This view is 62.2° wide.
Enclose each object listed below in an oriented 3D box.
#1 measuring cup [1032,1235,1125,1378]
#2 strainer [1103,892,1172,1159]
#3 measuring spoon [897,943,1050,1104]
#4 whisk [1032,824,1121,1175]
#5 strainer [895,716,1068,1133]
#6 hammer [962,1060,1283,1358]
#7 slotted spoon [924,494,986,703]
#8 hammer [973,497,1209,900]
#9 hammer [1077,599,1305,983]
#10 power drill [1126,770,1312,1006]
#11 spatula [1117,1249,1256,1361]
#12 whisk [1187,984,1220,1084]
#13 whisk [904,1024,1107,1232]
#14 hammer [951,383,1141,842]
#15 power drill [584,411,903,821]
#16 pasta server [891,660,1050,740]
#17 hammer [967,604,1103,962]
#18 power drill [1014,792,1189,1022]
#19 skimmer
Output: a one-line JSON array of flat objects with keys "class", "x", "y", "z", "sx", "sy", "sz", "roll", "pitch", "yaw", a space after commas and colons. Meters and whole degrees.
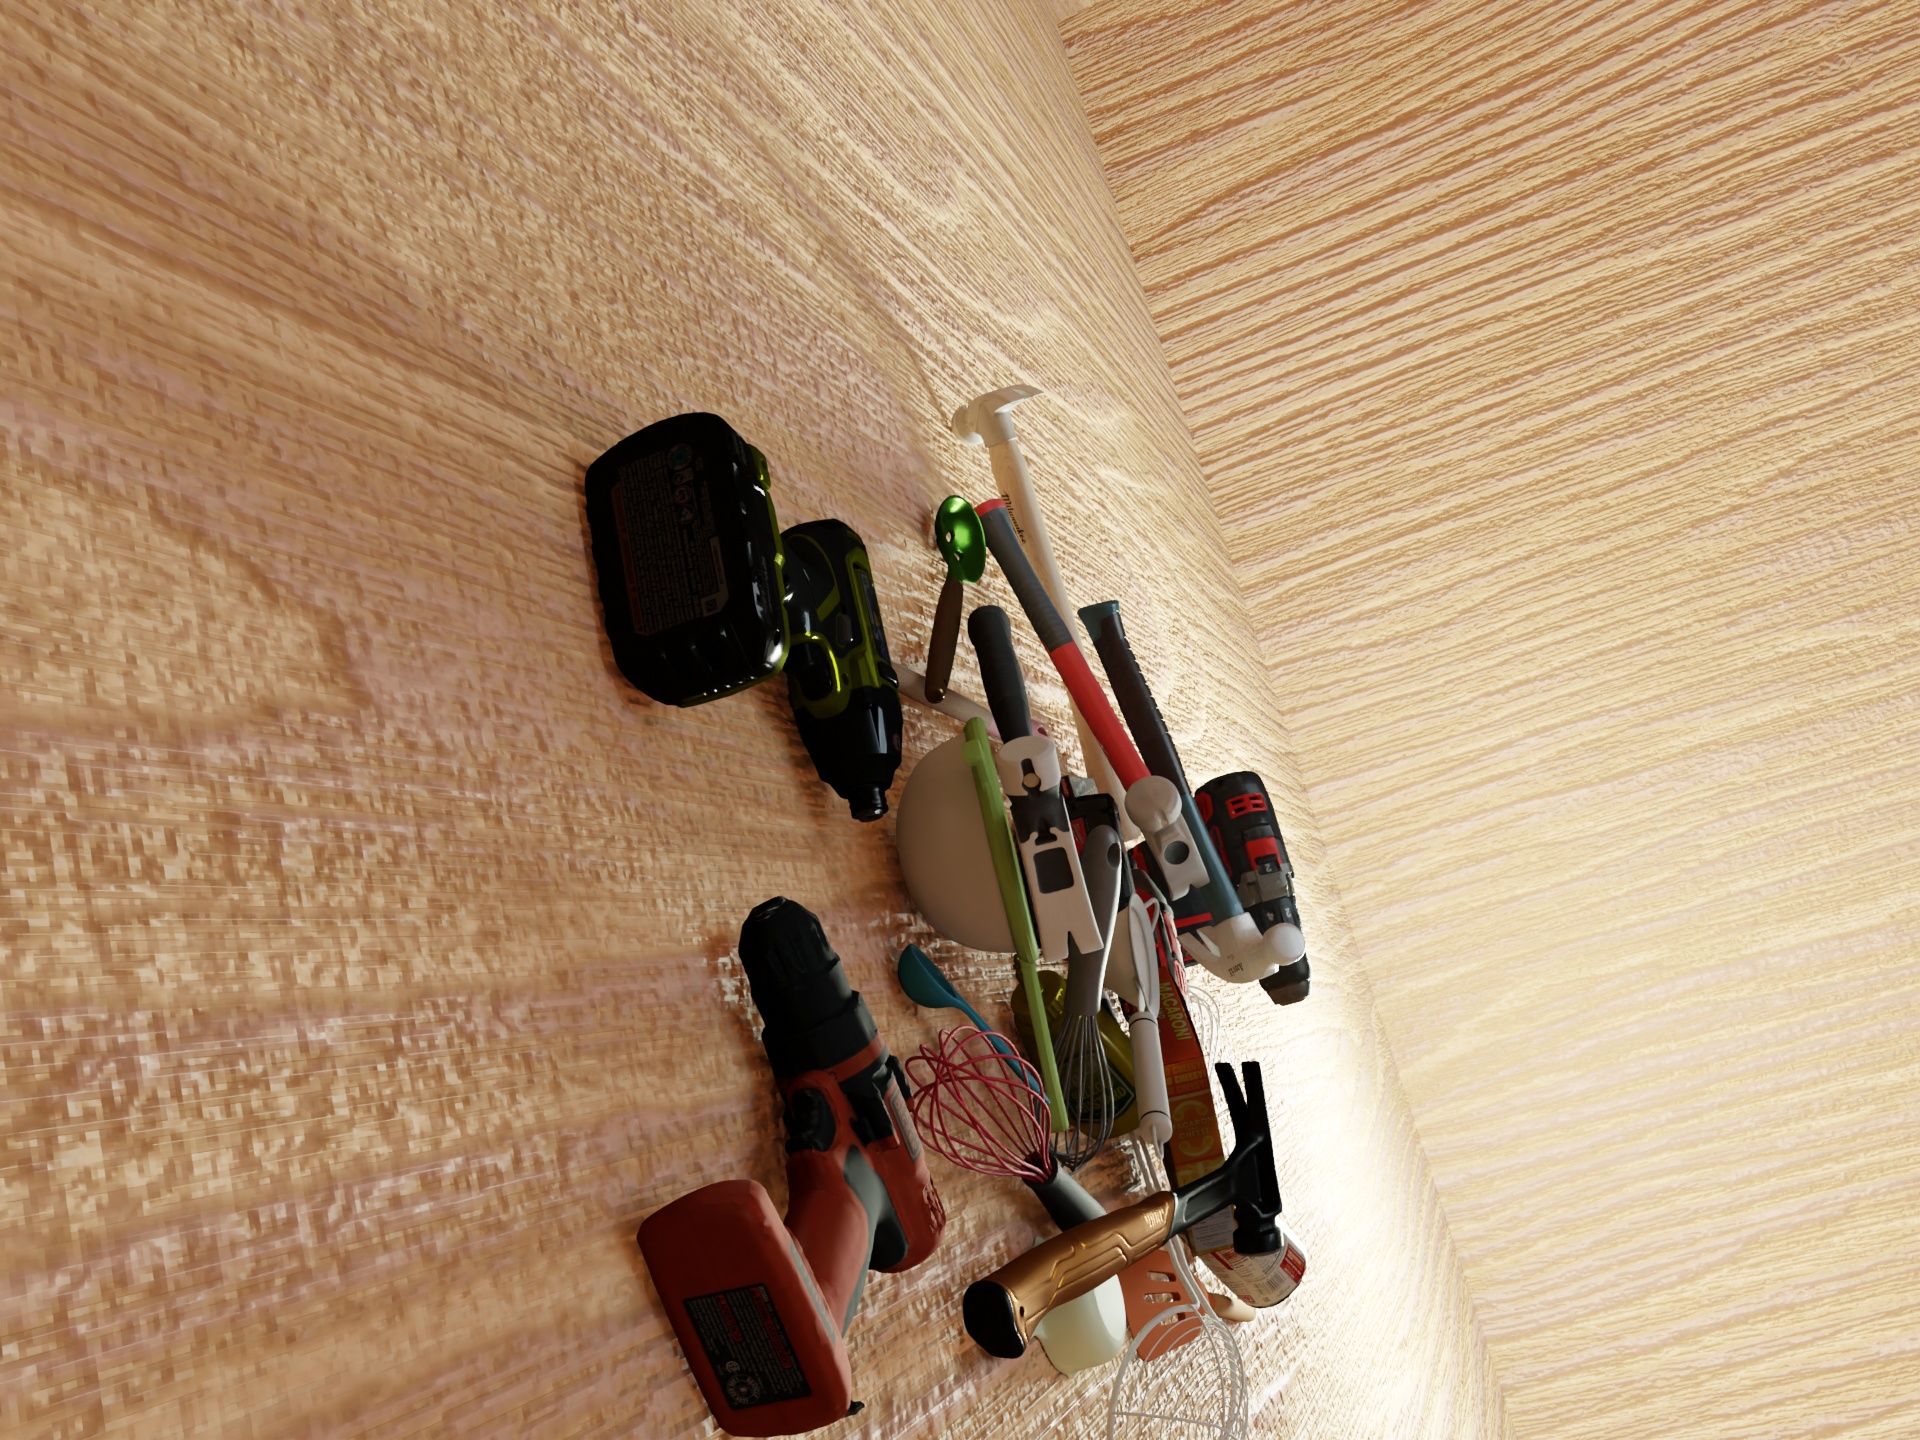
[{"class": "measuring cup", "x": 0.057, "y": 0.338, "z": 0.908, "sx": 0.167, "sy": 0.038, "sz": 0.083, "roll": 30, "pitch": 44, "yaw": -68}, {"class": "strainer", "x": 0.115, "y": 0.193, "z": 1.031, "sx": 0.259, "sy": 0.050, "sz": 0.086, "roll": -87, "pitch": 161, "yaw": -64}, {"class": "measuring spoon", "x": 0.005, "y": 0.180, "z": 0.908, "sx": 0.128, "sy": 0.021, "sz": 0.042, "roll": 50, "pitch": 1, "yaw": -14}, {"class": "whisk", "x": 0.079, "y": 0.177, "z": 0.991, "sx": 0.055, "sy": 0.055, "sz": 0.239, "roll": -51, "pitch": 148, "yaw": -70}, {"class": "strainer", "x": 0.009, "y": 0.128, "z": 0.955, "sx": 0.151, "sy": 0.069, "sz": 0.256, "roll": -86, "pitch": 164, "yaw": -86}, {"class": "hammer", "x": 0.106, "y": 0.294, "z": 0.942, "sx": 0.336, "sy": 0.034, "sz": 0.127, "roll": -1, "pitch": 82, "yaw": -55}, {"class": "slotted spoon", "x": -0.008, "y": -0.088, "z": 1.157, "sx": 0.314, "sy": 0.031, "sz": 0.070, "roll": -83, "pitch": 148, "yaw": -62}, {"class": "hammer", "x": 0.092, "y": -0.034, "z": 1.260, "sx": 0.387, "sy": 0.038, "sz": 0.143, "roll": 64, "pitch": 3, "yaw": 38}, {"class": "hammer", "x": 0.168, "y": 0.050, "z": 1.253, "sx": 0.331, "sy": 0.033, "sz": 0.128, "roll": 69, "pitch": -24, "yaw": 16}, {"class": "power drill", "x": 0.220, "y": 0.157, "z": 1.341, "sx": 0.226, "sy": 0.080, "sz": 0.188, "roll": 127, "pitch": -50, "yaw": -68}, {"class": "spatula", "x": 0.182, "y": 0.444, "z": 1.206, "sx": 0.322, "sy": 0.041, "sz": 0.081, "roll": 48, "pitch": 26, "yaw": -60}, {"class": "whisk", "x": 0.200, "y": 0.334, "z": 1.343, "sx": 0.059, "sy": 0.058, "sz": 0.247, "roll": 89, "pitch": 0, "yaw": -56}, {"class": "whisk", "x": 0.039, "y": 0.252, "z": 0.918, "sx": 0.295, "sy": 0.073, "sz": 0.073, "roll": 59, "pitch": 20, "yaw": -49}, {"class": "hammer", "x": 0.089, "y": -0.088, "z": 1.384, "sx": 0.146, "sy": 0.038, "sz": 0.410, "roll": 5, "pitch": -66, "yaw": 71}, {"class": "power drill", "x": -0.093, "y": -0.047, "z": 0.812, "sx": 0.223, "sy": 0.080, "sz": 0.171, "roll": 37, "pitch": 37, "yaw": -65}, {"class": "pasta server", "x": -0.002, "y": -0.004, "z": 1.128, "sx": 0.316, "sy": 0.040, "sz": 0.060, "roll": 25, "pitch": 48, "yaw": -61}, {"class": "hammer", "x": 0.036, "y": 0.012, "z": 0.993, "sx": 0.335, "sy": 0.035, "sz": 0.146, "roll": -101, "pitch": 177, "yaw": -64}, {"class": "power drill", "x": 0.120, "y": 0.147, "z": 1.253, "sx": 0.219, "sy": 0.078, "sz": 0.143, "roll": 49, "pitch": 27, "yaw": -56}, {"class": "skimmer", "x": 0.111, "y": 0.344, "z": 1.083, "sx": 0.127, "sy": 0.090, "sz": 0.364, "roll": 38, "pitch": 23, "yaw": -36}]
